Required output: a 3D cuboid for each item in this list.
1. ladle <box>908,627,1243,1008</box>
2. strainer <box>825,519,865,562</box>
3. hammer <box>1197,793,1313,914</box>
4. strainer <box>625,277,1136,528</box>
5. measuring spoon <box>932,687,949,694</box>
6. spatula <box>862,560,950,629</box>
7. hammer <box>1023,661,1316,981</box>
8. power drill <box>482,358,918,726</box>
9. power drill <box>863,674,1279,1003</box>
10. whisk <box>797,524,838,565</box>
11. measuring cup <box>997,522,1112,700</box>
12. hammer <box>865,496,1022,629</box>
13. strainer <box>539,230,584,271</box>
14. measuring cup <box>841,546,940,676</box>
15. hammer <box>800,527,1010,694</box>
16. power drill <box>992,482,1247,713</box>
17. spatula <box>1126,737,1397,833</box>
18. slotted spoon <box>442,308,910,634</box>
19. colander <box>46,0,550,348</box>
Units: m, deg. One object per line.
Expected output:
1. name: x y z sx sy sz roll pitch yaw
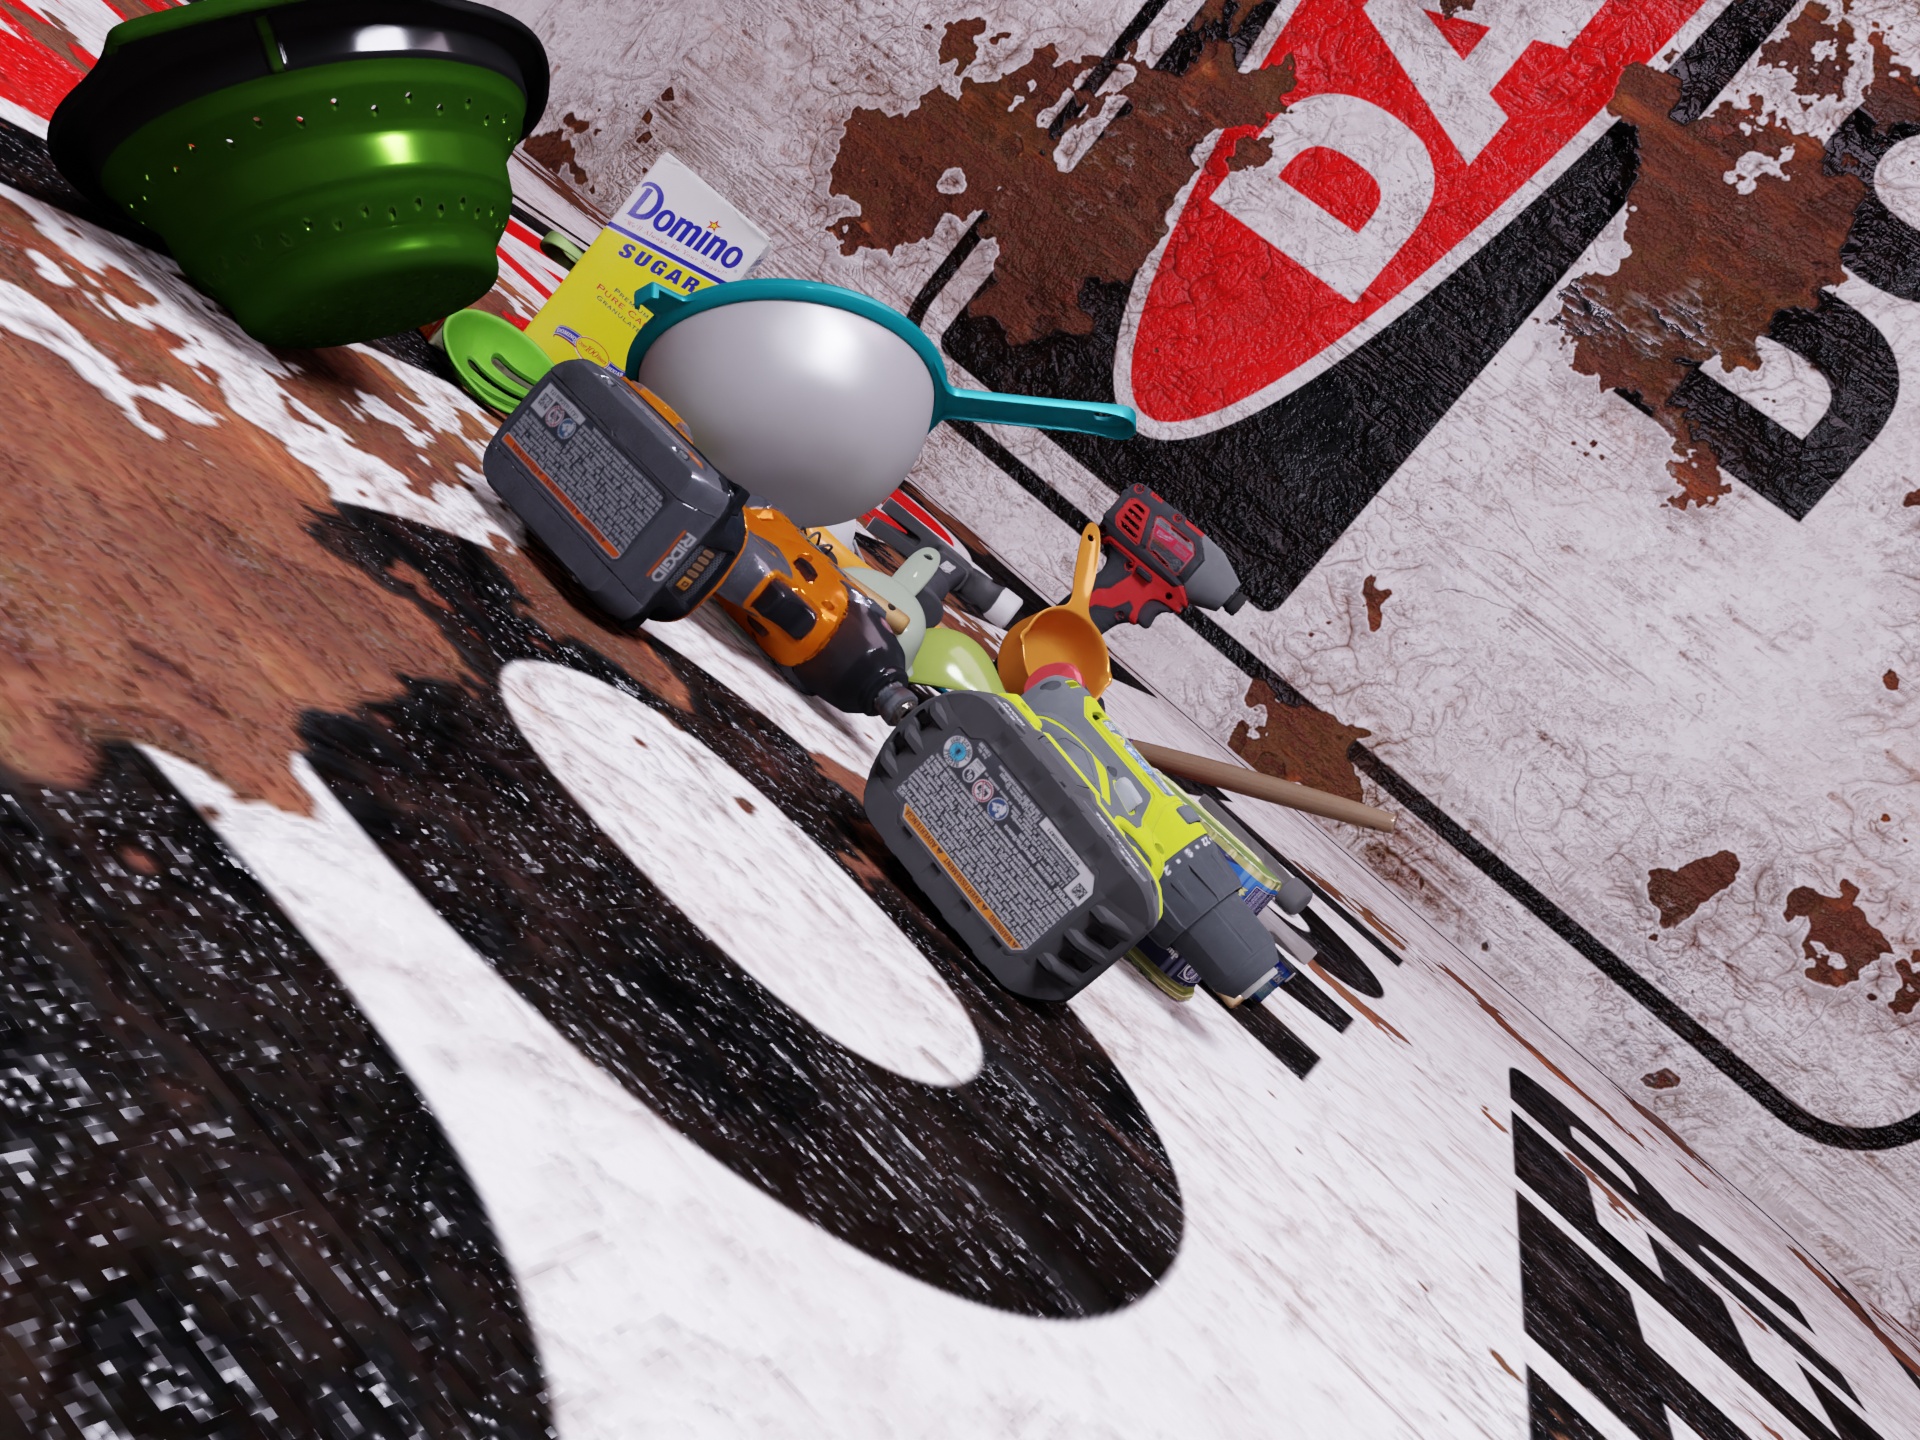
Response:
1. ladle: 0.061 0.059 0.996 0.320 0.062 0.078 51 19 22
2. strainer: -0.174 -0.219 1.395 0.258 0.050 0.087 34 24 -14
3. hammer: 0.205 0.095 1.390 0.149 0.036 0.358 44 9 28
4. strainer: -0.050 -0.180 1.042 0.340 0.095 0.211 4 -25 -7
5. measuring spoon: -0.002 -0.004 1.112 0.042 0.021 0.129 32 2 -46
6. spatula: -0.087 -0.141 1.334 0.317 0.044 0.082 37 -9 -25
7. hammer: 0.136 0.067 1.036 0.143 0.038 0.385 47 1 33
8. power drill: -0.110 -0.073 0.784 0.164 0.084 0.226 44 6 26
9. power drill: 0.064 0.062 0.752 0.191 0.080 0.228 50 16 15
10. whisk: -0.104 -0.108 1.099 0.055 0.055 0.239 39 5 -3
11. measuring cup: 0.082 -0.084 1.328 0.095 0.174 0.052 25 -26 -26
12. hammer: -0.026 -0.110 1.226 0.146 0.035 0.335 38 11 -2
13. strainer: -0.216 -0.248 1.160 0.256 0.069 0.151 41 -25 -13
14. measuring cup: -0.042 -0.085 1.014 0.083 0.038 0.168 32 38 3
15. hammer: -0.007 -0.052 1.239 0.337 0.034 0.127 40 5 11
16. power drill: 0.136 -0.081 1.381 0.143 0.219 0.078 40 9 4
17. spatula: 0.142 0.028 1.091 0.316 0.018 0.059 16 -21 24
18. slotted spoon: -0.164 -0.138 0.927 0.313 0.031 0.070 33 38 -6
19. colander: -0.281 -0.221 0.760 0.397 0.204 0.094 -175 -113 -78
